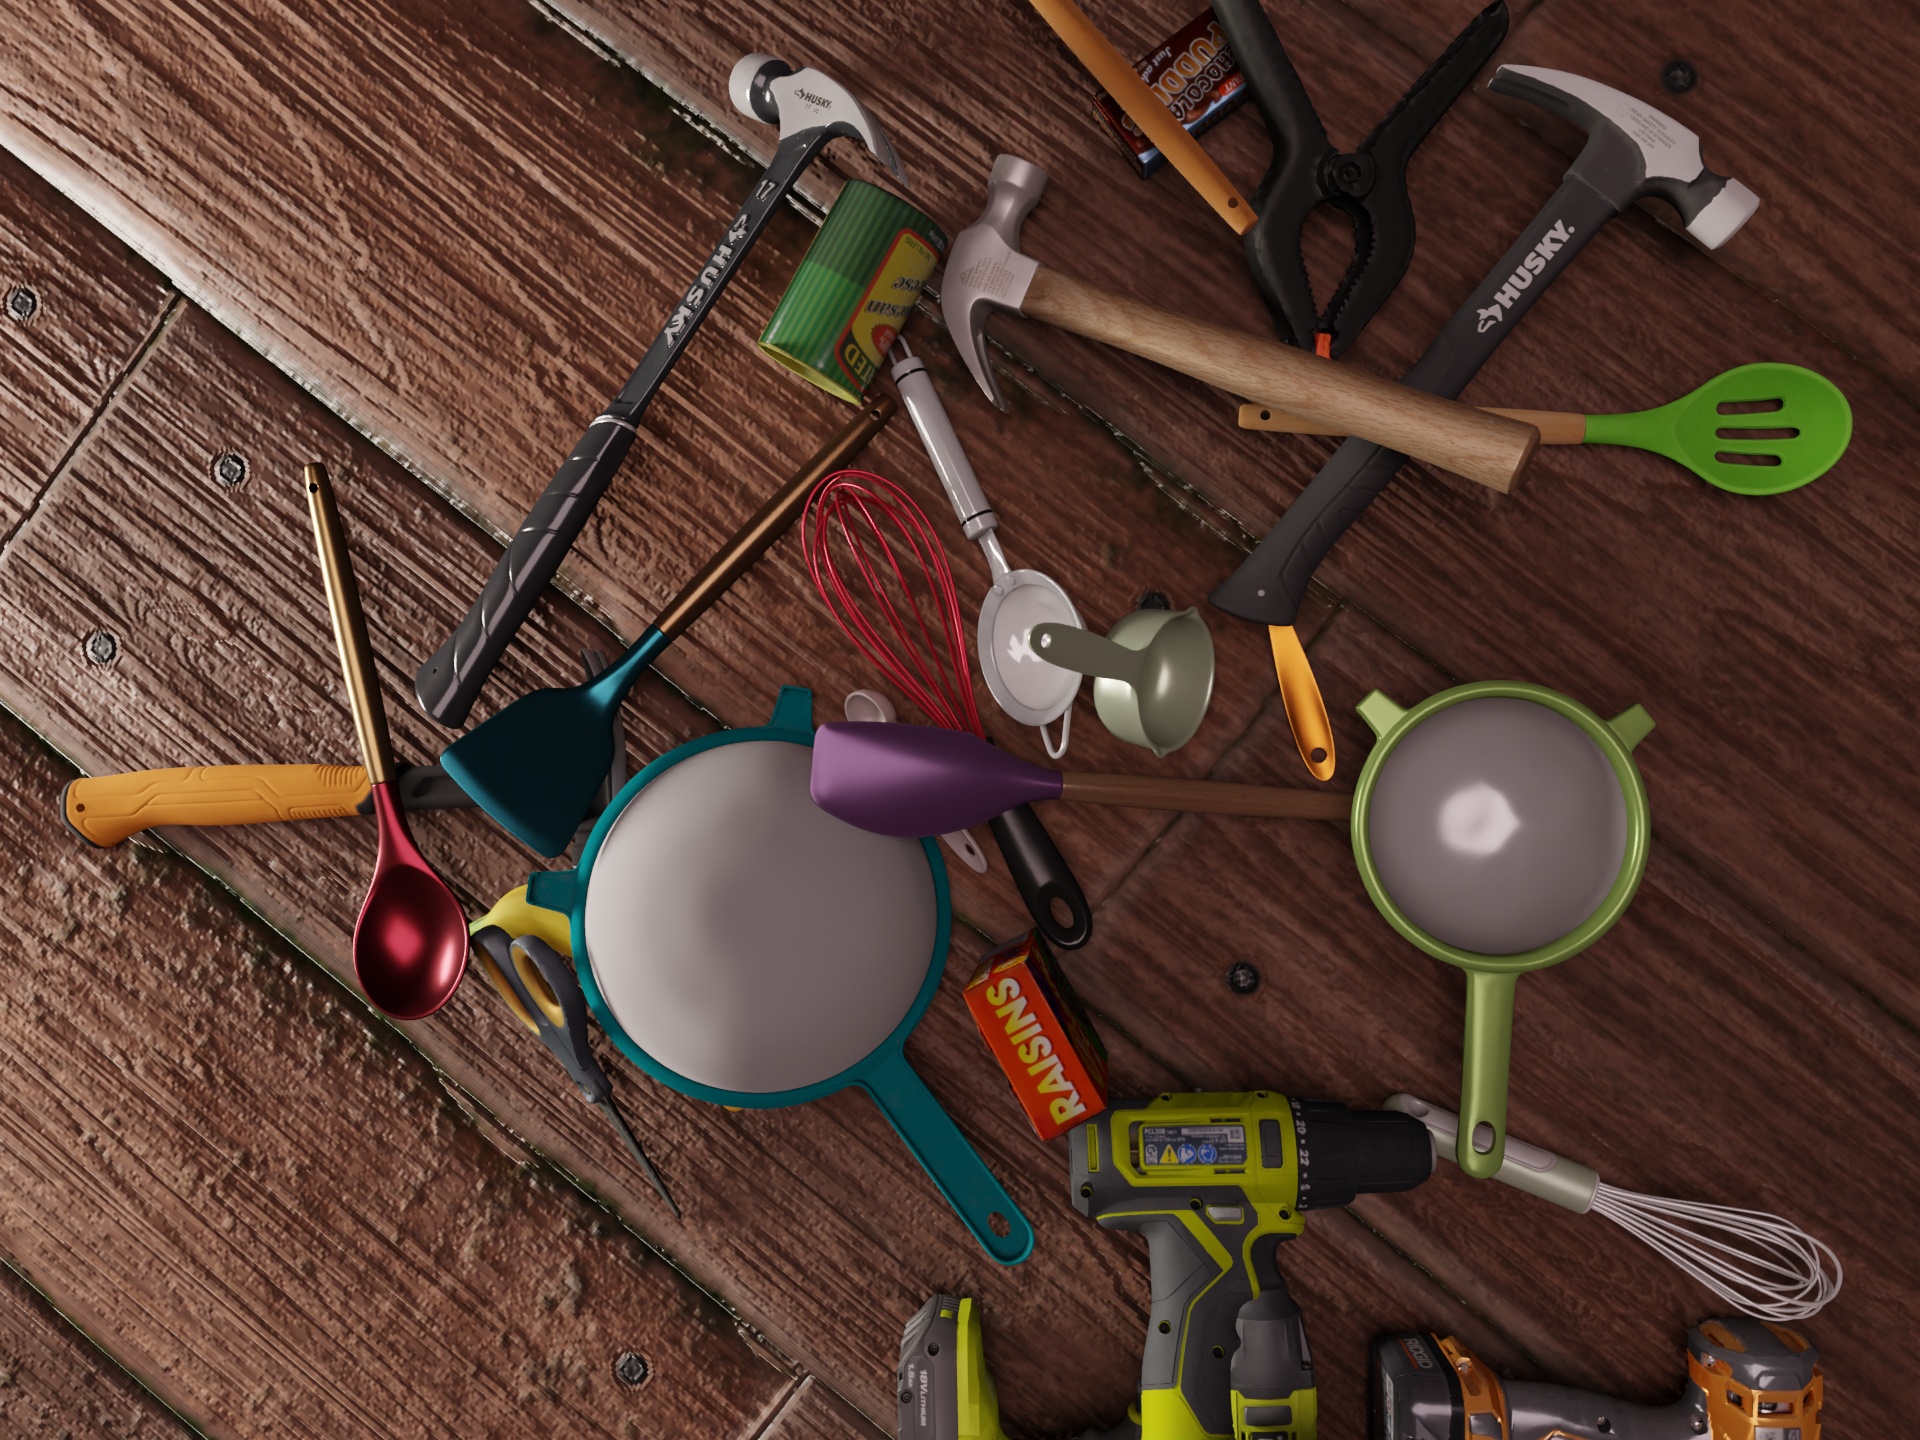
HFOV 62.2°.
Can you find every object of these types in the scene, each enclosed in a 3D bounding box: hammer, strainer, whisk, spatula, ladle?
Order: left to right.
[{"bbox_3d":[-0.359,0.033,0.924,0.337,0.034,0.127,-4,91,6],"label":"hammer"},{"bbox_3d":[-0.330,0.010,0.890,0.069,0.031,0.315,-12,89,5],"label":"ladle"},{"bbox_3d":[-0.174,-0.171,0.864,0.149,0.036,0.409,36,94,39],"label":"hammer"},{"bbox_3d":[-0.145,-0.066,0.877,0.082,0.044,0.317,44,85,-9],"label":"spatula"},{"bbox_3d":[-0.067,0.153,0.842,0.211,0.095,0.340,-37,86,-9],"label":"strainer"},{"bbox_3d":[-0.001,-0.003,0.872,0.073,0.073,0.296,-27,97,5],"label":"whisk"},{"bbox_3d":[0.017,-0.102,0.883,0.087,0.050,0.258,-33,79,48],"label":"strainer"},{"bbox_3d":[0.053,-0.382,0.862,0.081,0.041,0.323,-39,82,4],"label":"spatula"},{"bbox_3d":[0.078,0.039,0.848,0.316,0.018,0.060,4,92,-10],"label":"spatula"},{"bbox_3d":[0.136,-0.189,0.836,0.331,0.031,0.130,25,96,20],"label":"hammer"},{"bbox_3d":[0.248,-0.185,0.838,0.146,0.035,0.335,40,97,3],"label":"hammer"},{"bbox_3d":[0.275,0.107,0.843,0.151,0.069,0.256,3,91,3],"label":"strainer"},{"bbox_3d":[0.344,0.255,0.851,0.246,0.058,0.059,21,123,9],"label":"whisk"}]

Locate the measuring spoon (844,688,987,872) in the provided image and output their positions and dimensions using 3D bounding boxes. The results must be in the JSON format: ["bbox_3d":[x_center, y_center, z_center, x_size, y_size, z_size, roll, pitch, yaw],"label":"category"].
[{"bbox_3d":[-0.020,0.032,0.887,0.018,0.034,0.124,-37,90,-37],"label":"measuring spoon"}]

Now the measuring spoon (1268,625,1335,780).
[{"bbox_3d":[0.186,-0.022,0.883,0.021,0.011,0.117,-17,92,5],"label":"measuring spoon"}]

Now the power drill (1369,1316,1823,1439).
[{"bbox_3d":[0.336,0.413,0.838,0.226,0.084,0.185,-1,92,1],"label":"power drill"}]

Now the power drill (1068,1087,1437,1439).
[{"bbox_3d":[0.154,0.301,0.806,0.190,0.080,0.229,-1,65,1],"label":"power drill"}]

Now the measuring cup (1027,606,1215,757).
[{"bbox_3d":[0.074,-0.030,0.824,0.038,0.167,0.083,12,89,40],"label":"measuring cup"}]

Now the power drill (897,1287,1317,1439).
[{"bbox_3d":[0.080,0.378,0.864,0.223,0.080,0.171,-2,86,2],"label":"power drill"}]

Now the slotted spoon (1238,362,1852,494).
[{"bbox_3d":[0.309,-0.161,0.860,0.314,0.031,0.070,3,91,8],"label":"slotted spoon"}]
